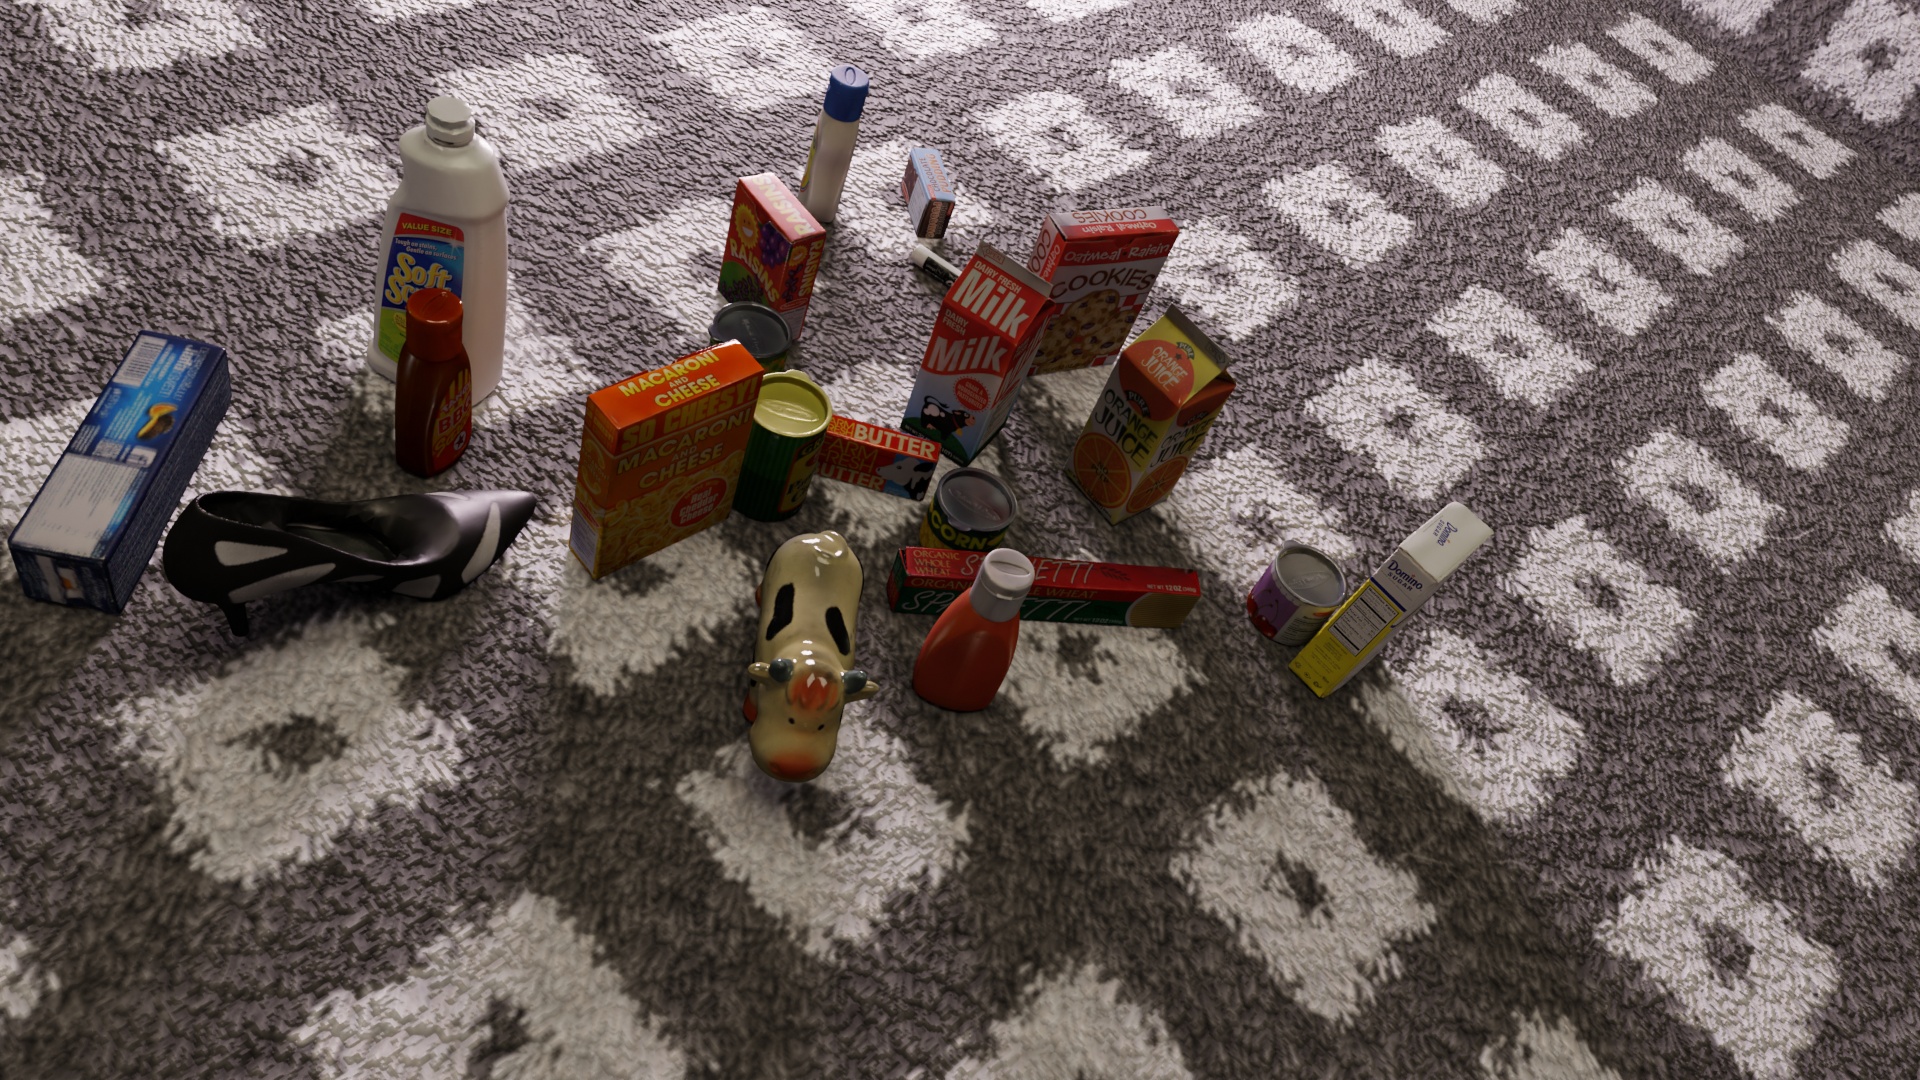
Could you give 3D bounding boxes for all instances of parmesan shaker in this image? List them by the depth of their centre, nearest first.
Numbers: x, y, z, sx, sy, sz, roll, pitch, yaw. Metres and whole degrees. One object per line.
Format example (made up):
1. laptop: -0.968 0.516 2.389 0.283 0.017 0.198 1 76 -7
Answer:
1. parmesan shaker: -0.141 -0.073 1.078 0.071 0.102 0.072 11 49 -12

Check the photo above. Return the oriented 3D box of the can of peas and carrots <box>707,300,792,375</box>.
1. can of peas and carrots: -0.181 -0.156 1.164 0.071 0.058 0.071 11 49 -12

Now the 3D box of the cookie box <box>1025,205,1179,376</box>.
1. cookie box: 0.112 -0.223 1.257 0.123 0.166 0.040 -12 57 -28

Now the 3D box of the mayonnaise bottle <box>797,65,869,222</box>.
1. mayonnaise bottle: -0.120 -0.376 1.312 0.041 0.147 0.065 9 49 -14

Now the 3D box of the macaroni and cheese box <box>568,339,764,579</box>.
1. macaroni and cheese box: -0.213 -0.057 0.995 0.124 0.165 0.040 -29 66 -37

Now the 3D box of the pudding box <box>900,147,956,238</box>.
1. pudding box: -0.033 -0.348 1.388 0.030 0.049 0.084 -1 52 -21

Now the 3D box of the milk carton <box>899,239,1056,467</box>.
1. milk carton: 0.018 -0.158 1.151 0.072 0.189 0.074 34 48 9

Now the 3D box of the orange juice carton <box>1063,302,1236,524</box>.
1. orange juice carton: 0.163 -0.107 1.161 0.073 0.191 0.072 -24 63 -35

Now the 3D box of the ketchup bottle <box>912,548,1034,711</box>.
1. ketchup bottle: 0.013 0.065 0.989 0.065 0.148 0.044 14 48 -9

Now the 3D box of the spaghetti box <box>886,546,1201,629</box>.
1. spaghetti box: 0.067 0.039 1.098 0.250 0.049 0.029 4 50 -17

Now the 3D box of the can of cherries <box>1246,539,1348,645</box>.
1. can of cherries: 0.282 0.044 1.169 0.071 0.058 0.072 11 49 -12

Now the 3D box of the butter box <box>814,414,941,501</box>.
1. butter box: -0.072 -0.068 1.134 0.103 0.052 0.024 15 48 -8

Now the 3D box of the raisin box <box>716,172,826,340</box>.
1. raisin box: -0.165 -0.241 1.198 0.040 0.122 0.086 -23 63 -34

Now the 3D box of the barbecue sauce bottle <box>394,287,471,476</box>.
1. barbecue sauce bottle: -0.377 -0.114 0.994 0.044 0.147 0.065 25 47 1

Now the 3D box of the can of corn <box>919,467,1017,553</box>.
1. can of corn: 0.004 -0.014 1.114 0.071 0.058 0.071 11 49 -12
